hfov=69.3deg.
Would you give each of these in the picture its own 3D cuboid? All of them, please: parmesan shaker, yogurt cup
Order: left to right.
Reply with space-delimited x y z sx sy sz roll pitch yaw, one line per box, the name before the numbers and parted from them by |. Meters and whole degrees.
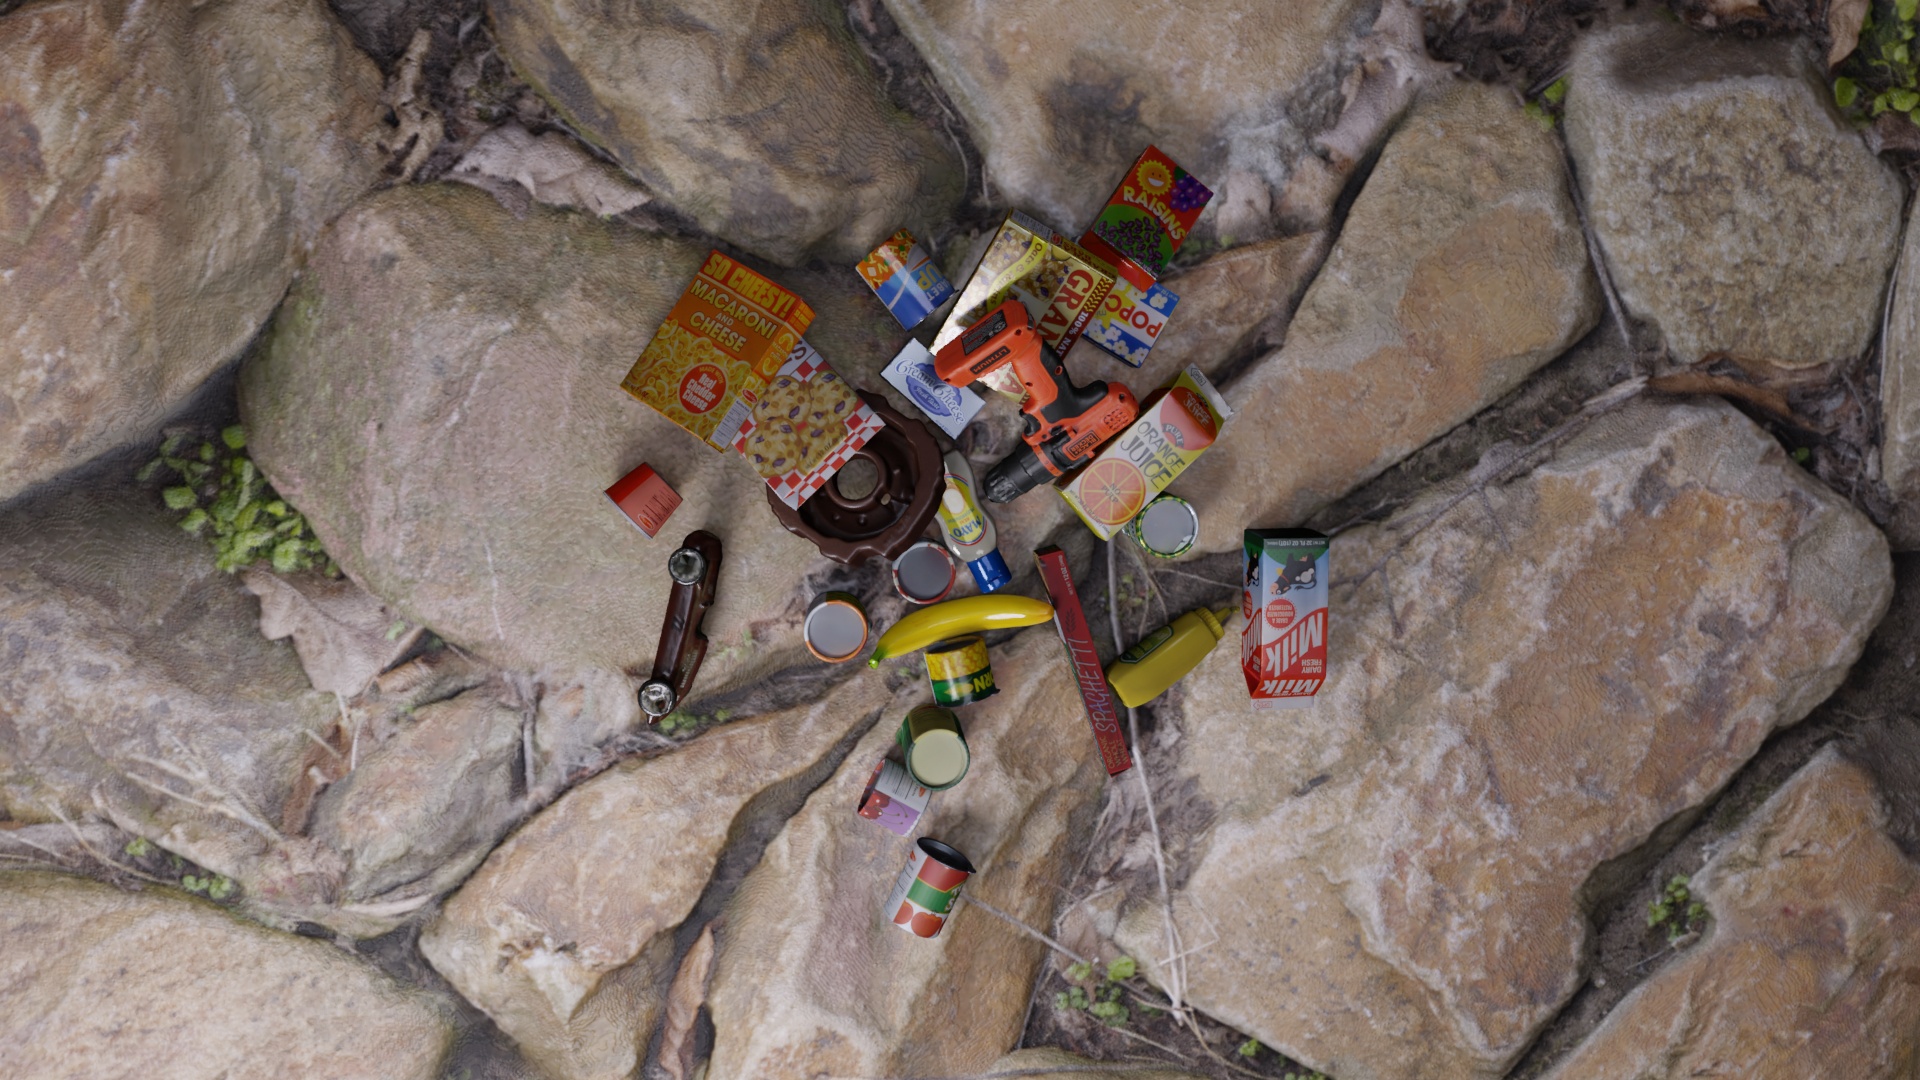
yogurt cup | -0.317 -0.042 1.395 0.054 0.072 0.072 -45 99 -7
parmesan shaker | -0.030 0.213 1.430 0.071 0.103 0.071 -1 97 -5

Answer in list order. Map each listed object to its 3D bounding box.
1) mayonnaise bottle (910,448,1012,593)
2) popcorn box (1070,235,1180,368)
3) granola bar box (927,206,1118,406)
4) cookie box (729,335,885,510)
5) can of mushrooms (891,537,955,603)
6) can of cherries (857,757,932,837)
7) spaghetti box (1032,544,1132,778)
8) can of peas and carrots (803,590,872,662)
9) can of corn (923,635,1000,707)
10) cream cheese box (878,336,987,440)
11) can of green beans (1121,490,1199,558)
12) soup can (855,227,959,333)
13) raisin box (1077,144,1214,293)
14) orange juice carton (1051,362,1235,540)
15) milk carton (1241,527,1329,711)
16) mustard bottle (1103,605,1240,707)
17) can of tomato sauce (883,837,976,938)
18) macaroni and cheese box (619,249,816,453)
mayonnaise bottle | 0.005 -0.018 1.437 0.065 0.041 0.148 -28 98 0
popcorn box | 0.150 -0.244 1.426 0.127 0.038 0.085 30 94 -8
granola bar box | 0.061 -0.228 1.384 0.124 0.039 0.164 29 121 -8
cookie box | -0.173 -0.131 1.370 0.123 0.040 0.168 -44 67 1
can of mushrooms | -0.037 0.033 1.444 0.071 0.033 0.071 -1 96 -6
can of cherries | -0.069 0.270 1.453 0.058 0.071 0.071 27 94 -8
spaghetti box | 0.129 0.126 1.461 0.029 0.050 0.249 -19 98 -1
can of peas and carrots | -0.126 0.089 1.429 0.071 0.059 0.071 -1 97 -5
can of corn | 0.001 0.135 1.441 0.071 0.071 0.058 -14 98 -3
cream cheese box | -0.028 -0.156 1.427 0.104 0.024 0.053 41 90 -9
can of green beans | 0.210 -0.017 1.448 0.071 0.058 0.071 -1 97 -5
soup can | -0.052 -0.262 1.390 0.071 0.071 0.083 -39 98 0
raisin box | 0.188 -0.324 1.399 0.086 0.040 0.124 36 71 -6
orange juice carton | 0.191 -0.093 1.430 0.192 0.073 0.072 -43 99 0
milk carton | 0.341 0.085 1.464 0.072 0.073 0.190 -2 97 -5
mustard bottle | 0.227 0.113 1.465 0.160 0.065 0.048 -35 104 -6
can of tomato sauce | -0.033 0.368 1.466 0.071 0.071 0.083 26 95 -8
macaroni and cheese box | -0.238 -0.186 1.361 0.124 0.040 0.166 32 85 24
